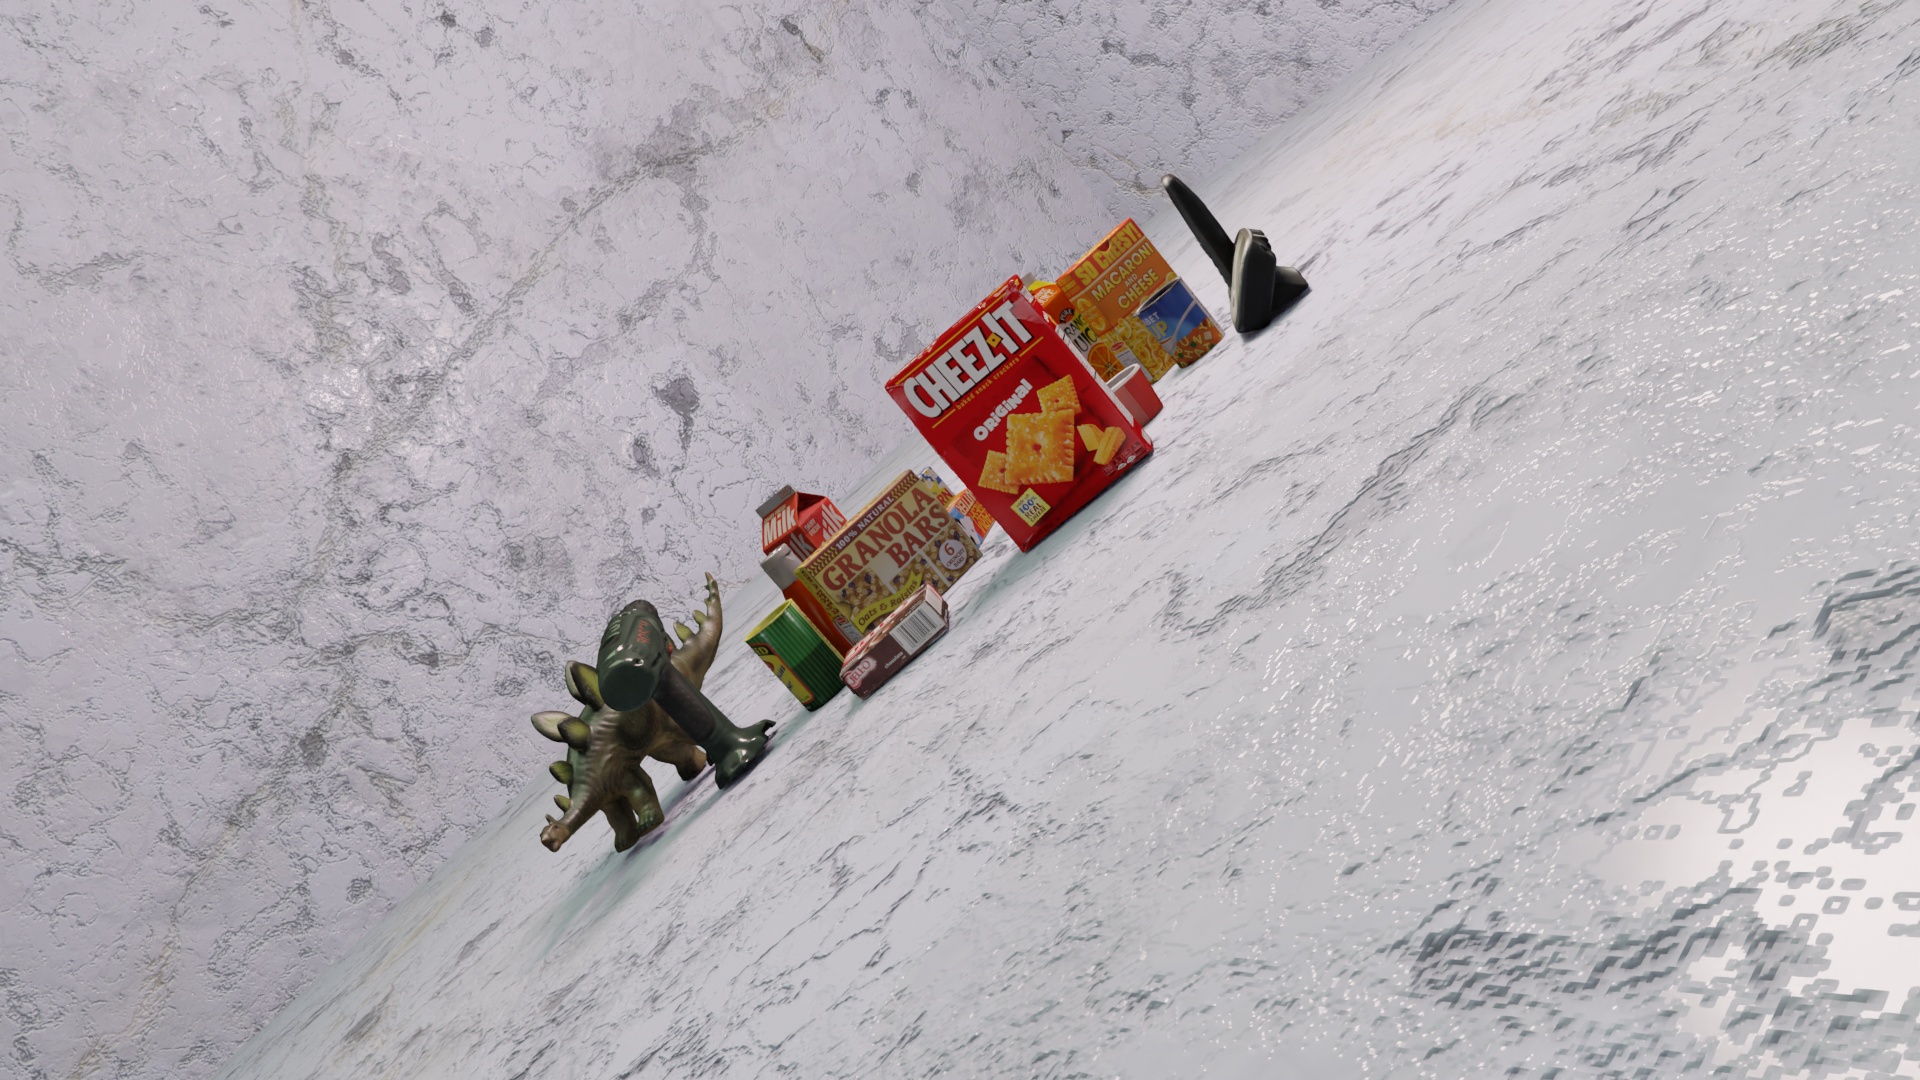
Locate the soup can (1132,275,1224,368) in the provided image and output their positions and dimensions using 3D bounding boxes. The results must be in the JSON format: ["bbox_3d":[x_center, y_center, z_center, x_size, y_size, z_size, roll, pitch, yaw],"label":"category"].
[{"bbox_3d":[0.248,-0.246,1.583,0.071,0.083,0.071,-39,8,7],"label":"soup can"}]

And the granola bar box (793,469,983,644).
[{"bbox_3d":[-0.074,0.023,1.473,0.166,0.124,0.039,-44,9,-24],"label":"granola bar box"}]

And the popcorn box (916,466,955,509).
[{"bbox_3d":[-0.051,-0.026,1.752,0.038,0.085,0.127,-33,12,44],"label":"popcorn box"}]

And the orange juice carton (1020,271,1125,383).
[{"bbox_3d":[0.128,-0.244,1.725,0.072,0.192,0.072,-46,10,-35],"label":"orange juice carton"}]

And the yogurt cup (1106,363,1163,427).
[{"bbox_3d":[0.179,-0.147,1.482,0.072,0.054,0.072,-39,9,7],"label":"yogurt cup"}]

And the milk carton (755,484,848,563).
[{"bbox_3d":[-0.159,0.021,1.625,0.072,0.190,0.074,-34,10,37],"label":"milk carton"}]

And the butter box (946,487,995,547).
[{"bbox_3d":[0.006,-0.020,1.585,0.024,0.053,0.104,-37,9,26],"label":"butter box"}]

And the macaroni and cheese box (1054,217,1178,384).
[{"bbox_3d":[0.211,-0.285,1.662,0.124,0.166,0.040,-45,9,-25],"label":"macaroni and cheese box"}]

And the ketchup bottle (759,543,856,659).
[{"bbox_3d":[-0.156,0.070,1.505,0.043,0.148,0.065,-37,9,26],"label":"ketchup bottle"}]

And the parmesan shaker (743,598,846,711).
[{"bbox_3d":[-0.167,0.121,1.452,0.071,0.103,0.071,-39,8,7],"label":"parmesan shaker"}]
